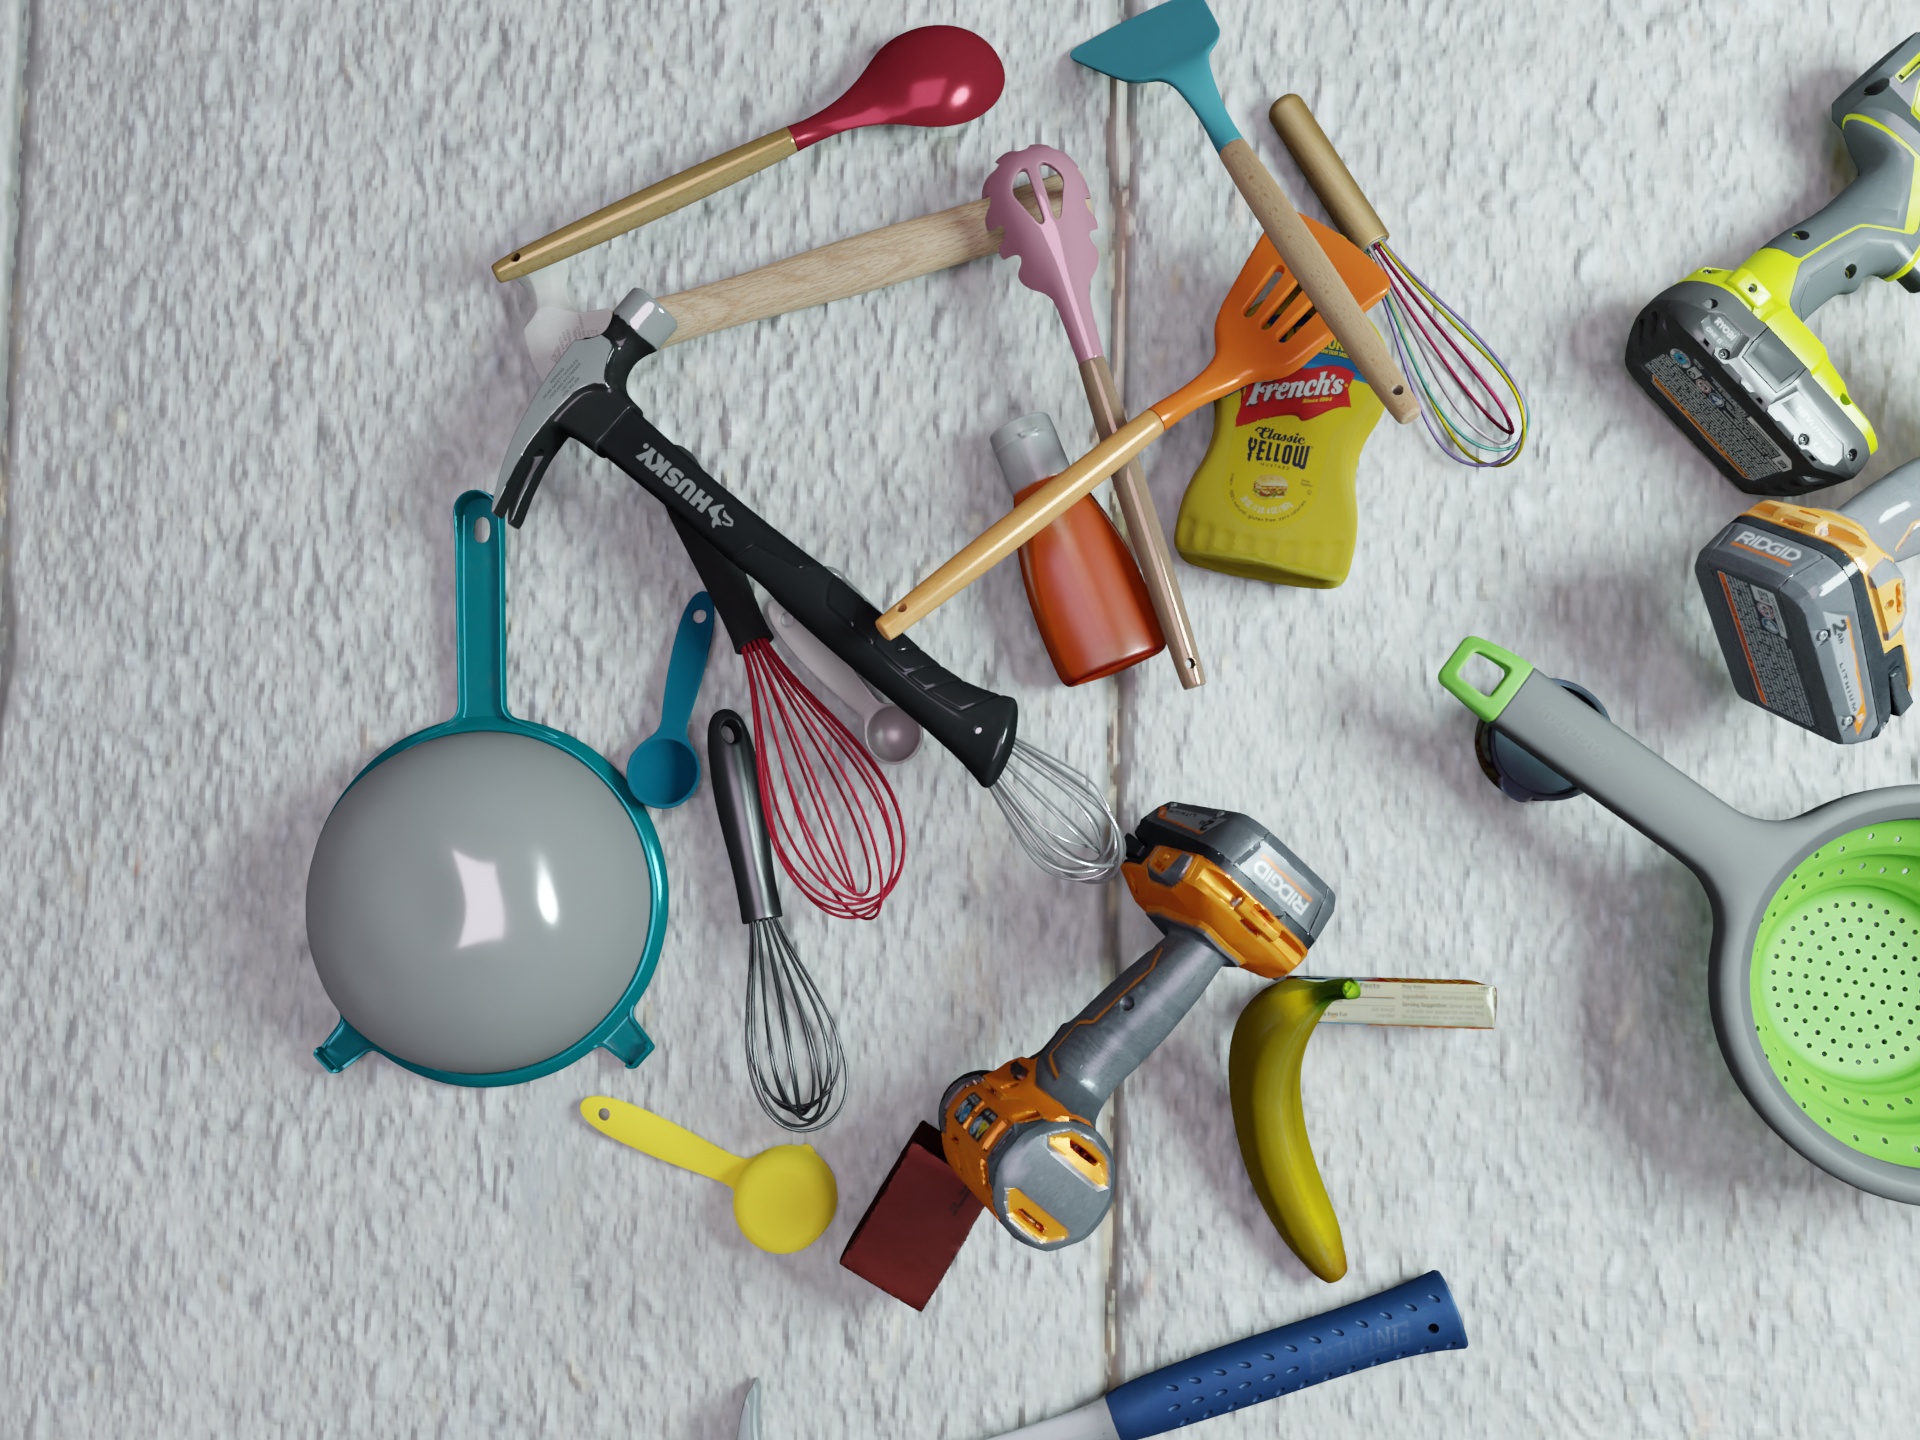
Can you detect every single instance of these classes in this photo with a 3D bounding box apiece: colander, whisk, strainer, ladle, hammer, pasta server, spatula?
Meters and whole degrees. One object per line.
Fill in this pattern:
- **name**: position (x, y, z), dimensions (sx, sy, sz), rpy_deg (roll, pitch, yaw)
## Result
- **colander**: position (0.414, 0.088, 0.827), dimensions (0.397, 0.094, 0.204), rpy_deg (37, 89, 9)
- **whisk**: position (-0.107, 0.108, 0.884), dimensions (0.055, 0.055, 0.239), rpy_deg (-13, 81, 3)
- **strainer**: position (-0.275, 0.037, 0.873), dimensions (0.211, 0.095, 0.340), rpy_deg (-2, 88, 4)
- **ladle**: position (-0.119, -0.318, 0.899), dimensions (0.315, 0.031, 0.069), rpy_deg (-26, 74, -4)
- **hammer**: position (0.070, 0.375, 0.859), dimensions (0.405, 0.035, 0.144), rpy_deg (-20, 86, 2)
- **pasta server**: position (0.079, -0.168, 0.867), dimensions (0.060, 0.040, 0.316), rpy_deg (-18, 89, 2)
- **hammer**: position (-0.086, -0.250, 0.910), dimensions (0.331, 0.031, 0.130), rpy_deg (-15, 85, 2)
- **whisk**: position (0.244, -0.248, 0.883), dimensions (0.051, 0.047, 0.245), rpy_deg (-29, 82, -1)
- **whisk**: position (-0.106, -0.025, 0.883), dimensions (0.073, 0.073, 0.296), rpy_deg (-26, 79, 2)
- **spatula**: position (0.159, -0.279, 0.846), dimensions (0.082, 0.044, 0.318), rpy_deg (-26, 69, 0)
- **hammer**: position (-0.103, -0.080, 0.846), dimensions (0.335, 0.035, 0.146), rpy_deg (40, 88, 12)
- **whisk**: position (-0.001, -0.003, 0.863), dimensions (0.246, 0.059, 0.058), rpy_deg (44, 46, 20)
- **spatula**: position (0.082, -0.147, 0.824), dimensions (0.322, 0.041, 0.081), rpy_deg (-39, 64, -12)

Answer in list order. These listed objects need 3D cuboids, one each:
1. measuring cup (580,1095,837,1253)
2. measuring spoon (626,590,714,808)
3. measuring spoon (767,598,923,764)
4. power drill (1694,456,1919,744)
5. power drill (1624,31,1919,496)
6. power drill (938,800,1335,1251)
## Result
- **measuring cup**: position (-0.143, 0.247, 0.883), dimensions (0.156, 0.029, 0.062), rpy_deg (23, 88, 3)
- **measuring spoon**: position (-0.159, -0.011, 0.911), dimensions (0.042, 0.021, 0.129), rpy_deg (10, 78, 5)
- **measuring spoon**: position (-0.066, -0.025, 0.906), dimensions (0.124, 0.018, 0.034), rpy_deg (47, 104, 12)
- **power drill**: position (0.499, -0.086, 0.805), dimensions (0.226, 0.084, 0.185), rpy_deg (-38, 122, -3)
- **power drill**: position (0.488, -0.231, 0.849), dimensions (0.223, 0.080, 0.171), rpy_deg (-43, 89, -2)
- **power drill**: position (0.075, 0.151, 0.823), dimensions (0.084, 0.164, 0.226), rpy_deg (42, 80, -13)
